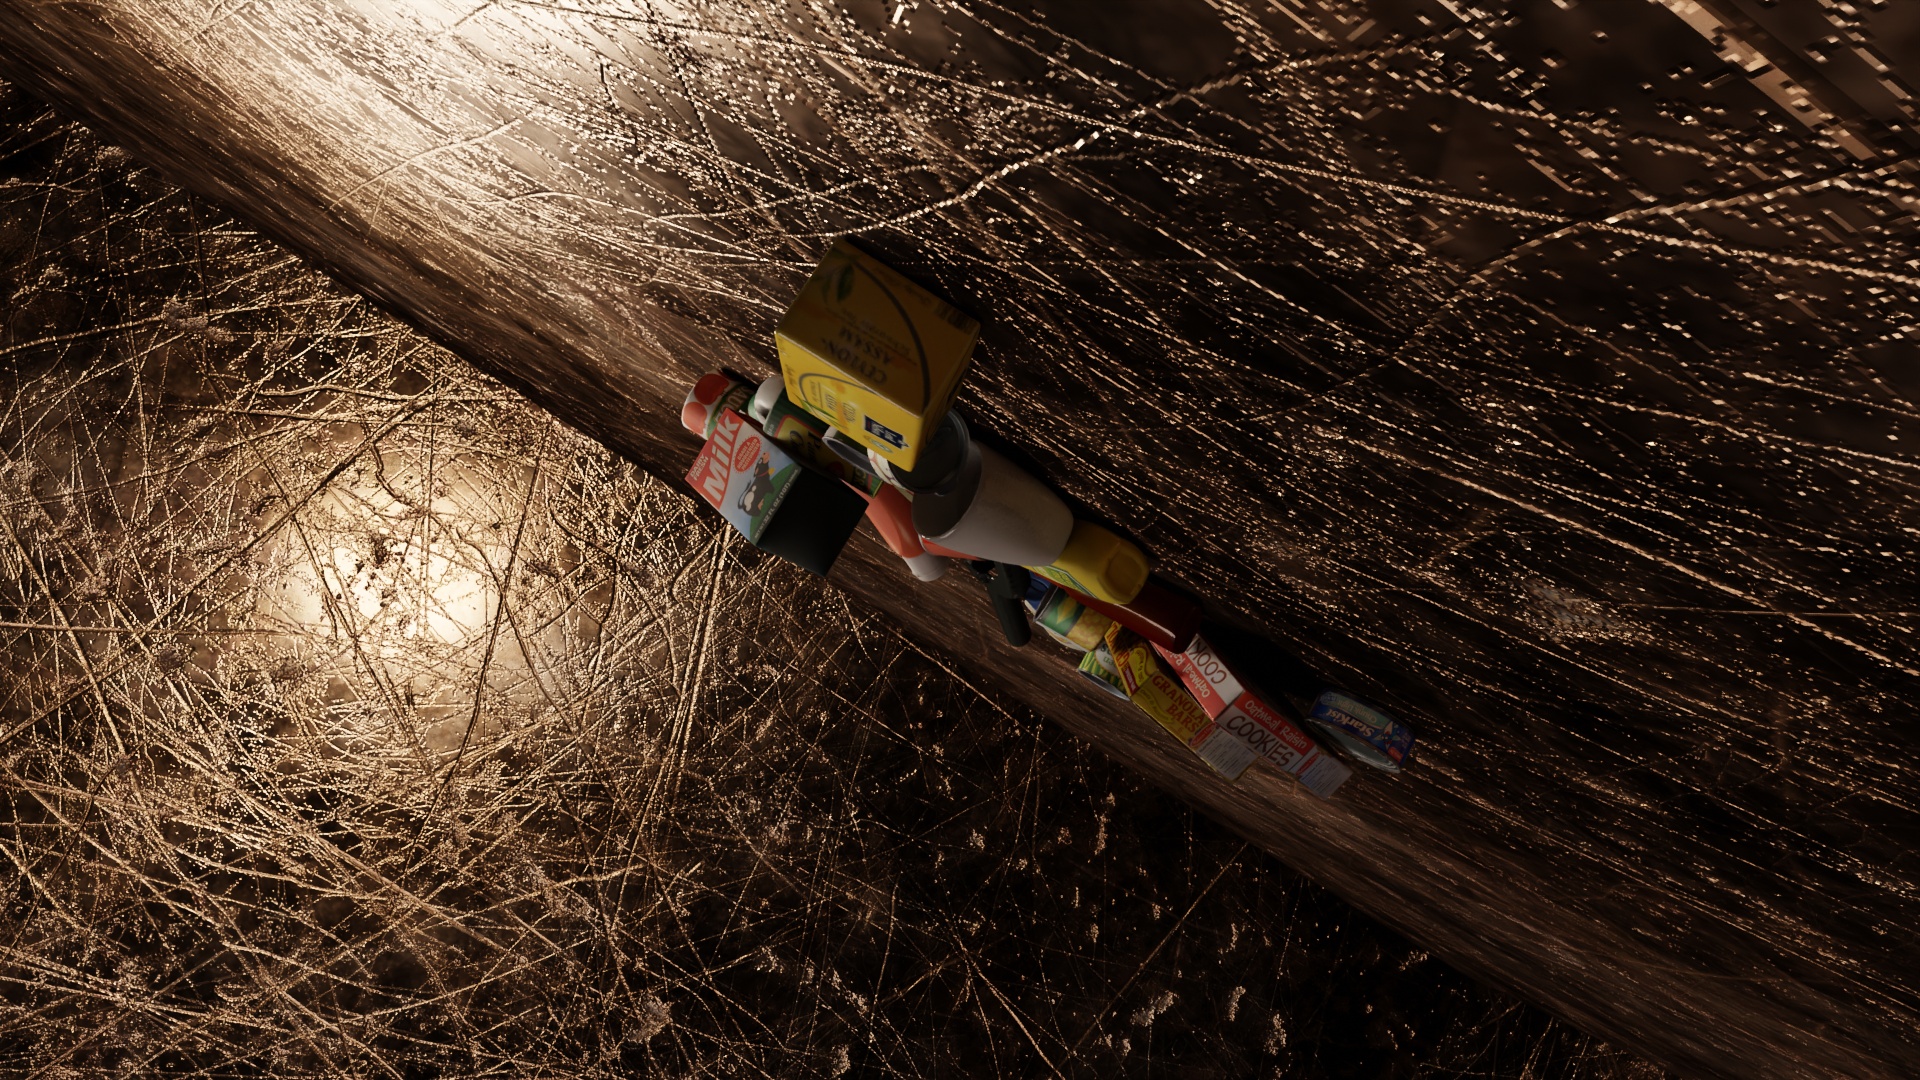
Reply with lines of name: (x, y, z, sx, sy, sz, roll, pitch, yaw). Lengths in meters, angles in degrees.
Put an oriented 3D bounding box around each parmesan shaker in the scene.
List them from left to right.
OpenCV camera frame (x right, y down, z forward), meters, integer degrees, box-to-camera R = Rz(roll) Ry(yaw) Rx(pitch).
parmesan shaker: (-0.096, -0.086, 1.096, 0.103, 0.071, 0.071, 31, 172, -2)

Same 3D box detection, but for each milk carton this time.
milk carton: (-0.160, -0.048, 1.133, 0.073, 0.072, 0.191, 28, -174, -39)

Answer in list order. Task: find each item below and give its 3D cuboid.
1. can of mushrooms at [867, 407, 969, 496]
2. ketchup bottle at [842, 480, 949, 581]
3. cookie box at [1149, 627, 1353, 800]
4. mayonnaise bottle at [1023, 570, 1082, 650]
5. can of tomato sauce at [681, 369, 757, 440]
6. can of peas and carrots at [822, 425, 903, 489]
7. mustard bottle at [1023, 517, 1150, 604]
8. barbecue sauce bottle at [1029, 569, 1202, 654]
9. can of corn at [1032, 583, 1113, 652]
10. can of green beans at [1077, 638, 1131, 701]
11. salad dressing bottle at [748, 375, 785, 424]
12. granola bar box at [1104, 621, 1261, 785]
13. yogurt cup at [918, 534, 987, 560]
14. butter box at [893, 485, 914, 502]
can of mushrooms: (-0.029, -0.065, 0.978, 0.071, 0.071, 0.033, 36, 171, -31)
ketchup bottle: (-0.059, -0.020, 1.322, 0.065, 0.043, 0.148, 31, 160, 48)
cookie box: (0.246, 0.141, 1.186, 0.167, 0.040, 0.123, 36, -168, -34)
mayonnaise bottle: (0.097, 0.069, 1.423, 0.065, 0.041, 0.147, 29, 171, 27)
can of tomato sauce: (-0.217, -0.119, 1.341, 0.083, 0.071, 0.071, 30, 171, 10)
can of peas and carrots: (-0.056, -0.080, 1.019, 0.071, 0.059, 0.071, 30, 172, 5)
mustard bottle: (0.077, 0.006, 1.095, 0.065, 0.049, 0.160, 39, 168, -37)
barbecue sauce bottle: (0.126, 0.041, 1.152, 0.149, 0.044, 0.064, 28, 171, 22)
can of corn: (0.107, 0.057, 1.243, 0.058, 0.071, 0.071, 30, 172, -2)
can of green beans: (0.167, 0.130, 1.480, 0.071, 0.058, 0.071, 30, 172, 5)
salad dressing bottle: (-0.155, -0.116, 1.218, 0.064, 0.044, 0.147, 33, 173, -19)
granola bar box: (0.192, 0.134, 1.238, 0.124, 0.039, 0.166, 40, -169, -12)
yogurt cup: (0.004, -0.015, 1.185, 0.054, 0.072, 0.072, 16, 164, 33)
butter box: (-0.013, -0.043, 1.107, 0.024, 0.053, 0.103, 28, 171, 36)
